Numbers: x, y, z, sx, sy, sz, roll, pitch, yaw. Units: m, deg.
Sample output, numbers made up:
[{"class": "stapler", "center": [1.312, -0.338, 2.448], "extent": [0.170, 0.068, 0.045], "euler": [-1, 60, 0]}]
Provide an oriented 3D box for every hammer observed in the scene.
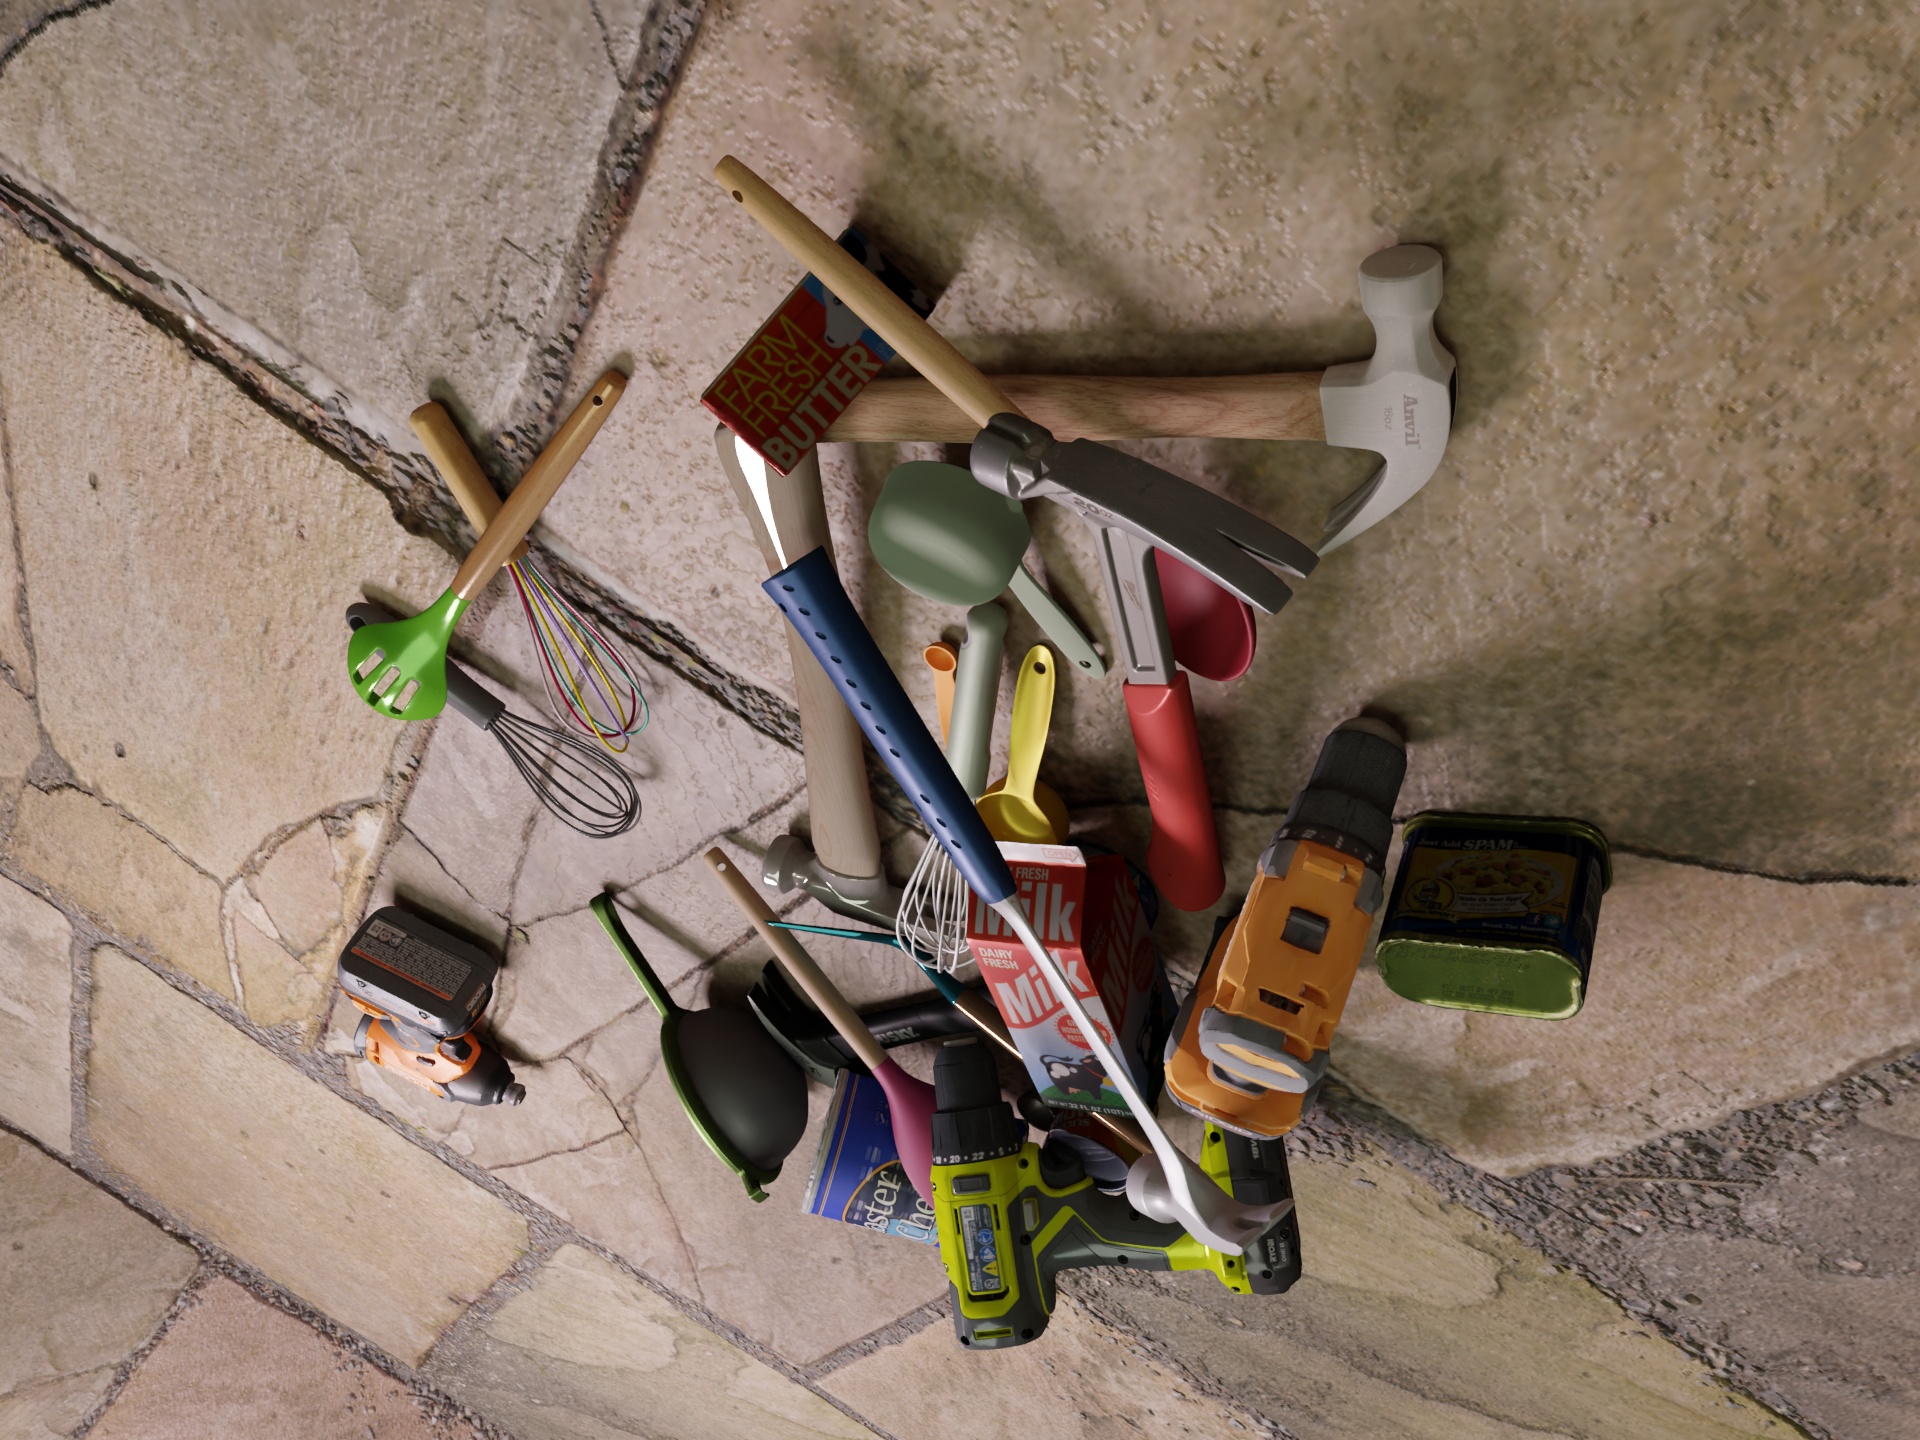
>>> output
[{"class": "hammer", "center": [0.102, 0.005, 0.745], "extent": [0.149, 0.037, 0.358], "euler": [32, 161, 29]}, {"class": "hammer", "center": [-0.066, -0.010, 0.888], "extent": [0.146, 0.038, 0.410], "euler": [15, 142, 16]}, {"class": "hammer", "center": [-0.012, 0.200, 1.098], "extent": [0.335, 0.035, 0.146], "euler": [-23, 118, 44]}, {"class": "hammer", "center": [0.052, -0.138, 0.712], "extent": [0.331, 0.031, 0.129], "euler": [5, 134, 28]}, {"class": "hammer", "center": [0.029, 0.094, 0.782], "extent": [0.405, 0.035, 0.144], "euler": [58, 162, -7]}]

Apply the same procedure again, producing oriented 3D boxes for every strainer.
[{"class": "strainer", "center": [-0.187, 0.228, 1.209], "extent": [0.069, 0.151, 0.256], "euler": [-32, 96, 5]}]

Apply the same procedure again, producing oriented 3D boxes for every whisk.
[{"class": "whisk", "center": [0.002, 0.044, 0.888], "extent": [0.059, 0.058, 0.246], "euler": [4, 122, -6]}, {"class": "whisk", "center": [-0.256, -0.079, 0.951], "extent": [0.051, 0.047, 0.244], "euler": [-2, 127, 34]}, {"class": "whisk", "center": [-0.314, -0.001, 1.066], "extent": [0.239, 0.055, 0.055], "euler": [38, 140, -2]}]

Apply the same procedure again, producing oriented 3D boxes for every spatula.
[{"class": "spatula", "center": [0.015, 0.199, 1.003], "extent": [0.318, 0.044, 0.082], "euler": [34, -178, 23]}]

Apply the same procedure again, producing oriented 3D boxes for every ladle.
[{"class": "ladle", "center": [0.015, -0.132, 0.695], "extent": [0.315, 0.031, 0.069], "euler": [41, 150, -9]}]

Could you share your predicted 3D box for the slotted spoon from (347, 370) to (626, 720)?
[{"class": "slotted spoon", "center": [-0.275, -0.091, 0.911], "extent": [0.070, 0.031, 0.313], "euler": [42, 125, -10]}]

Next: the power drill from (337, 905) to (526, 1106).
[{"class": "power drill", "center": [-0.460, 0.268, 1.405], "extent": [0.164, 0.084, 0.226], "euler": [26, 144, 4]}]

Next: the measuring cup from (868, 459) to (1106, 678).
[{"class": "measuring cup", "center": [0.019, -0.060, 0.786], "extent": [0.083, 0.038, 0.167], "euler": [-3, 142, 45]}]

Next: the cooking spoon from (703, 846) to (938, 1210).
[{"class": "cooking spoon", "center": [-0.071, 0.212, 1.079], "extent": [0.319, 0.069, 0.017], "euler": [51, 171, 3]}]

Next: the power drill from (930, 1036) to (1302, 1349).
[{"class": "power drill", "center": [0.091, 0.289, 1.016], "extent": [0.228, 0.191, 0.080], "euler": [-10, 170, 12]}]

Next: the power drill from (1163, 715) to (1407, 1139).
[{"class": "power drill", "center": [0.171, 0.114, 0.822], "extent": [0.084, 0.185, 0.226], "euler": [20, 158, 12]}]

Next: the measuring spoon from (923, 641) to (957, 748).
[{"class": "measuring spoon", "center": [-0.001, -0.003, 0.903], "extent": [0.021, 0.011, 0.116], "euler": [10, 140, 23]}]

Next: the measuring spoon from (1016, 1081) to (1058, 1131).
[{"class": "measuring spoon", "center": [0.064, 0.246, 1.118], "extent": [0.034, 0.018, 0.124], "euler": [28, 135, 21]}]

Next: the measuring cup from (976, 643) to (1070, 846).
[{"class": "measuring cup", "center": [0.041, 0.018, 0.893], "extent": [0.062, 0.029, 0.156], "euler": [20, 127, 18]}]
